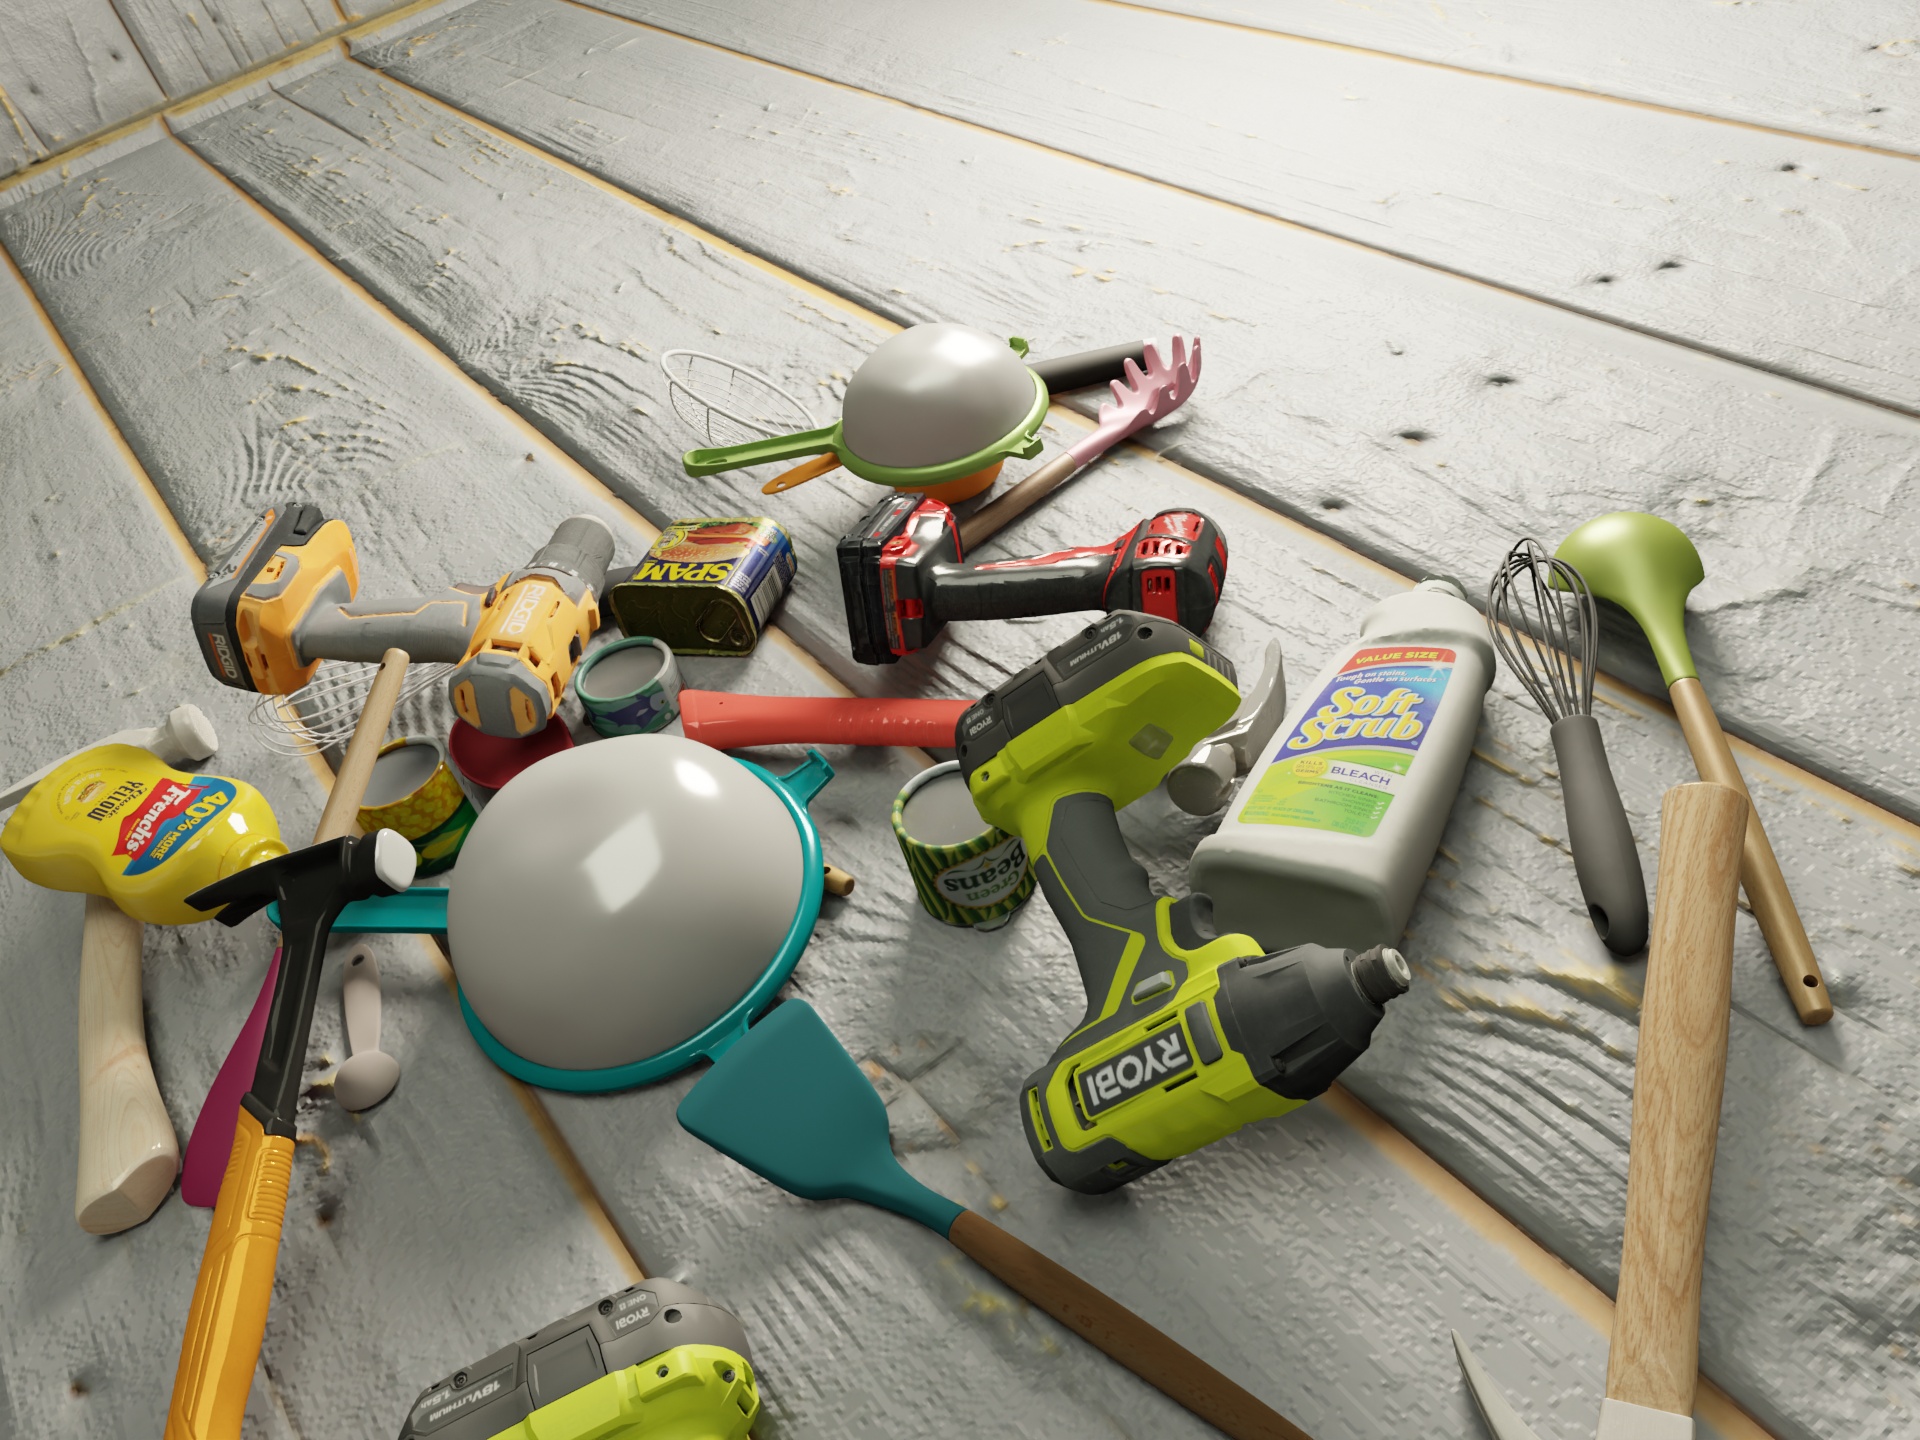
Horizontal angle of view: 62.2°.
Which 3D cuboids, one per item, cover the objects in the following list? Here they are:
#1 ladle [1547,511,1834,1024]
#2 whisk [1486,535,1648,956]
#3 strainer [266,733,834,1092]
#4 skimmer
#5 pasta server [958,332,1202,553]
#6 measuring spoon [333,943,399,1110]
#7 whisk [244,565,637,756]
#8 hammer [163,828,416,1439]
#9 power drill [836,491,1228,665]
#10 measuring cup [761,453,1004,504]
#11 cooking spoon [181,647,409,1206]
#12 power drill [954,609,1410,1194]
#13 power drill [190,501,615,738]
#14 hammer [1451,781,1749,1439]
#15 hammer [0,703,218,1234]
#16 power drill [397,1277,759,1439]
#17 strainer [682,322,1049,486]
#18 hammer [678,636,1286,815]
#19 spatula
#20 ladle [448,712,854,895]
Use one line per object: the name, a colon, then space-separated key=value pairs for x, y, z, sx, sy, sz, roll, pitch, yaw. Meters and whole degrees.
ladle: x=0.358 y=0.011 z=0.774 sx=0.078 sy=0.062 sz=0.320 roll=-5 pitch=48 yaw=5
whisk: x=0.296 y=0.007 z=0.772 sx=0.055 sy=0.055 sz=0.239 roll=-8 pitch=54 yaw=12
strainer: x=-0.245 y=0.080 z=0.844 sx=0.340 sy=0.095 sz=0.211 roll=-2 pitch=51 yaw=18
skimmer: x=-0.037 y=-0.265 z=1.179 sx=0.363 sy=0.090 sz=0.127 roll=-10 pitch=24 yaw=7
pasta server: x=0.052 y=-0.168 z=1.082 sx=0.316 sy=0.040 sz=0.060 roll=-38 pitch=32 yaw=-20
measuring spoon: x=-0.327 y=0.160 z=0.862 sx=0.034 sy=0.018 sz=0.124 roll=-24 pitch=40 yaw=-6
whisk: x=-0.341 y=-0.048 z=1.079 sx=0.284 sy=0.070 sz=0.070 roll=-21 pitch=40 yaw=-12
hammer: x=-0.335 y=0.210 z=0.743 sx=0.127 sy=0.034 sz=0.337 roll=-17 pitch=52 yaw=16
power drill: x=0.049 y=-0.090 z=0.949 sx=0.220 sy=0.078 sz=0.143 roll=0 pitch=25 yaw=16
measuring cup: x=-0.051 y=-0.175 z=1.116 sx=0.173 sy=0.052 sz=0.095 roll=-22 pitch=40 yaw=-2
cooking spoon: x=-0.355 y=0.101 z=0.863 sx=0.069 sy=0.017 sz=0.319 roll=-9 pitch=58 yaw=34
power drill: x=0.088 y=0.070 z=0.695 sx=0.171 sy=0.080 sz=0.223 roll=-34 pitch=52 yaw=25
power drill: x=-0.343 y=-0.080 z=1.022 sx=0.226 sy=0.084 sz=0.185 roll=9 pitch=44 yaw=5
hammer: x=0.276 y=0.157 z=0.620 sx=0.130 sy=0.031 sz=0.331 roll=4 pitch=50 yaw=26
hammer: x=-0.510 y=0.138 z=0.940 sx=0.146 sy=0.038 sz=0.411 roll=-26 pitch=41 yaw=-8
power drill: x=-0.125 y=0.333 z=0.551 sx=0.190 sy=0.080 sz=0.229 roll=-24 pitch=43 yaw=-8
strainer: x=-0.071 y=-0.217 z=1.074 sx=0.256 sy=0.069 sz=0.152 roll=-10 pitch=41 yaw=6
hammer: x=-0.001 y=-0.003 z=0.903 sx=0.359 sy=0.036 sz=0.149 roll=1 pitch=28 yaw=26
spatula: x=0.016 y=0.217 z=0.655 sx=0.318 sy=0.044 sz=0.082 roll=22 pitch=51 yaw=36
ladle: x=-0.186 y=0.048 z=0.932 sx=0.316 sy=0.031 sz=0.069 roll=18 pitch=54 yaw=32
